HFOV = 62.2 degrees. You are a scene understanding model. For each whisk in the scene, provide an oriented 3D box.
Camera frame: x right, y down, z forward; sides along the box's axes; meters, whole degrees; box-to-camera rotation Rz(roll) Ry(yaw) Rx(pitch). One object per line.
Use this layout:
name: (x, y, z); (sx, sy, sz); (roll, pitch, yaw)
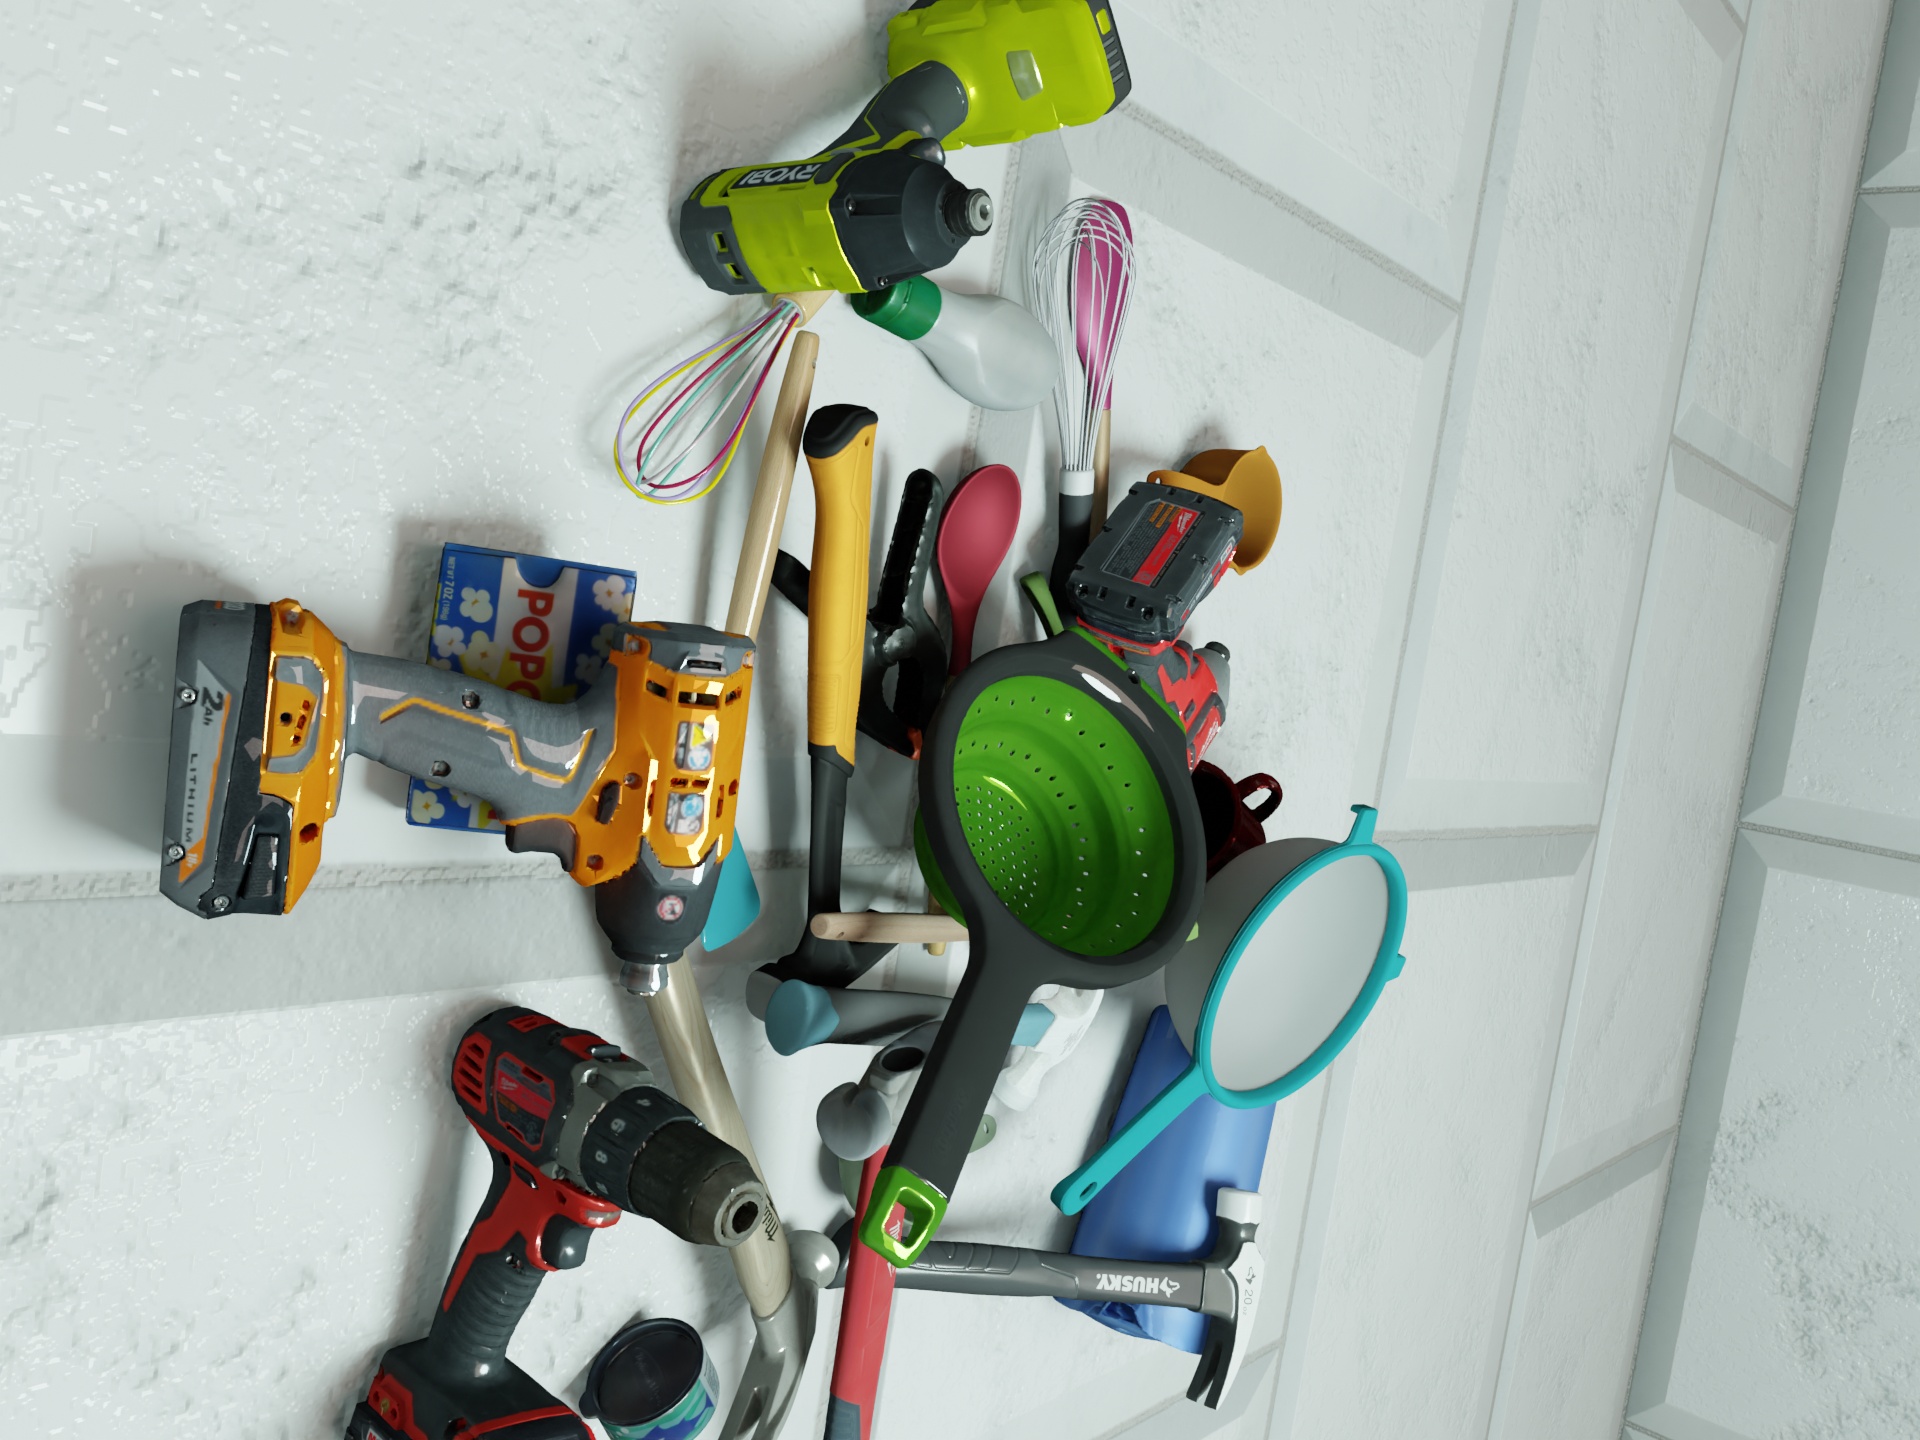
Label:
whisk: (-0.097, -0.195, 0.819); (0.245, 0.047, 0.051); (-57, 164, -30)
whisk: (0.076, -0.186, 1.019); (0.070, 0.070, 0.284); (-22, 121, -45)

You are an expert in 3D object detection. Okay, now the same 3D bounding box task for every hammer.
hammer: (0.061, 0.375, 1.059); (0.334, 0.035, 0.146); (14, 77, -27)
hammer: (-0.064, -0.004, 0.864); (0.127, 0.034, 0.336); (-29, 129, -53)
hammer: (-0.051, 0.361, 0.907); (0.143, 0.038, 0.386); (-18, 120, -60)
hammer: (-0.009, 0.184, 0.967); (0.128, 0.033, 0.330); (-55, 148, 10)
hammer: (-0.141, 0.185, 0.832); (0.146, 0.038, 0.410); (-68, 148, -63)

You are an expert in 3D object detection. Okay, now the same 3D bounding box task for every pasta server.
pasta server: (-0.001, 0.133, 0.975); (0.060, 0.040, 0.316); (-48, 156, 12)

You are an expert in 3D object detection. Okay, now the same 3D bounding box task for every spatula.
spatula: (-0.104, -0.041, 0.824); (0.082, 0.044, 0.317); (-29, 134, -74)

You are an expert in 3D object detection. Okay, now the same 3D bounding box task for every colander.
colander: (0.012, 0.121, 0.881); (0.204, 0.094, 0.397); (41, 48, -17)

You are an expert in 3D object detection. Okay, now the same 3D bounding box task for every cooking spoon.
cooking spoon: (0.093, -0.183, 1.068); (0.068, 0.017, 0.319); (-11, 108, -50)

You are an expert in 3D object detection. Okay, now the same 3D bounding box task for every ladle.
ladle: (-0.002, -0.003, 0.996); (0.069, 0.031, 0.315); (-7, 106, -46)

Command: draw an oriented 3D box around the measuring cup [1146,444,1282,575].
measuring cup: (0.165, -0.159, 1.136); (0.173, 0.052, 0.095); (5, 95, -49)

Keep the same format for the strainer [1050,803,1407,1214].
strainer: (0.169, 0.202, 1.117); (0.340, 0.095, 0.210); (-39, 134, -17)

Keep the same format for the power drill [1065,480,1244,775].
power drill: (0.143, -0.051, 1.093); (0.143, 0.079, 0.219); (-54, 150, -27)

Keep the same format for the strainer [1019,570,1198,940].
strainer: (0.069, 0.031, 1.050); (0.069, 0.151, 0.256); (-23, 100, -9)

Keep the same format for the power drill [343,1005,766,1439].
power drill: (-0.183, 0.262, 0.725); (0.080, 0.188, 0.227); (15, 92, -52)

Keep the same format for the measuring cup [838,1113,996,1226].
measuring cup: (-0.026, 0.279, 1.030); (0.167, 0.038, 0.083); (6, 71, -64)

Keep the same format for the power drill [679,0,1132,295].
power drill: (-0.014, -0.291, 0.797); (0.223, 0.171, 0.080); (-53, 135, -32)

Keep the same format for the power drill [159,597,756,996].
power drill: (-0.202, 0.034, 0.658); (0.226, 0.084, 0.164); (4, 97, -25)
